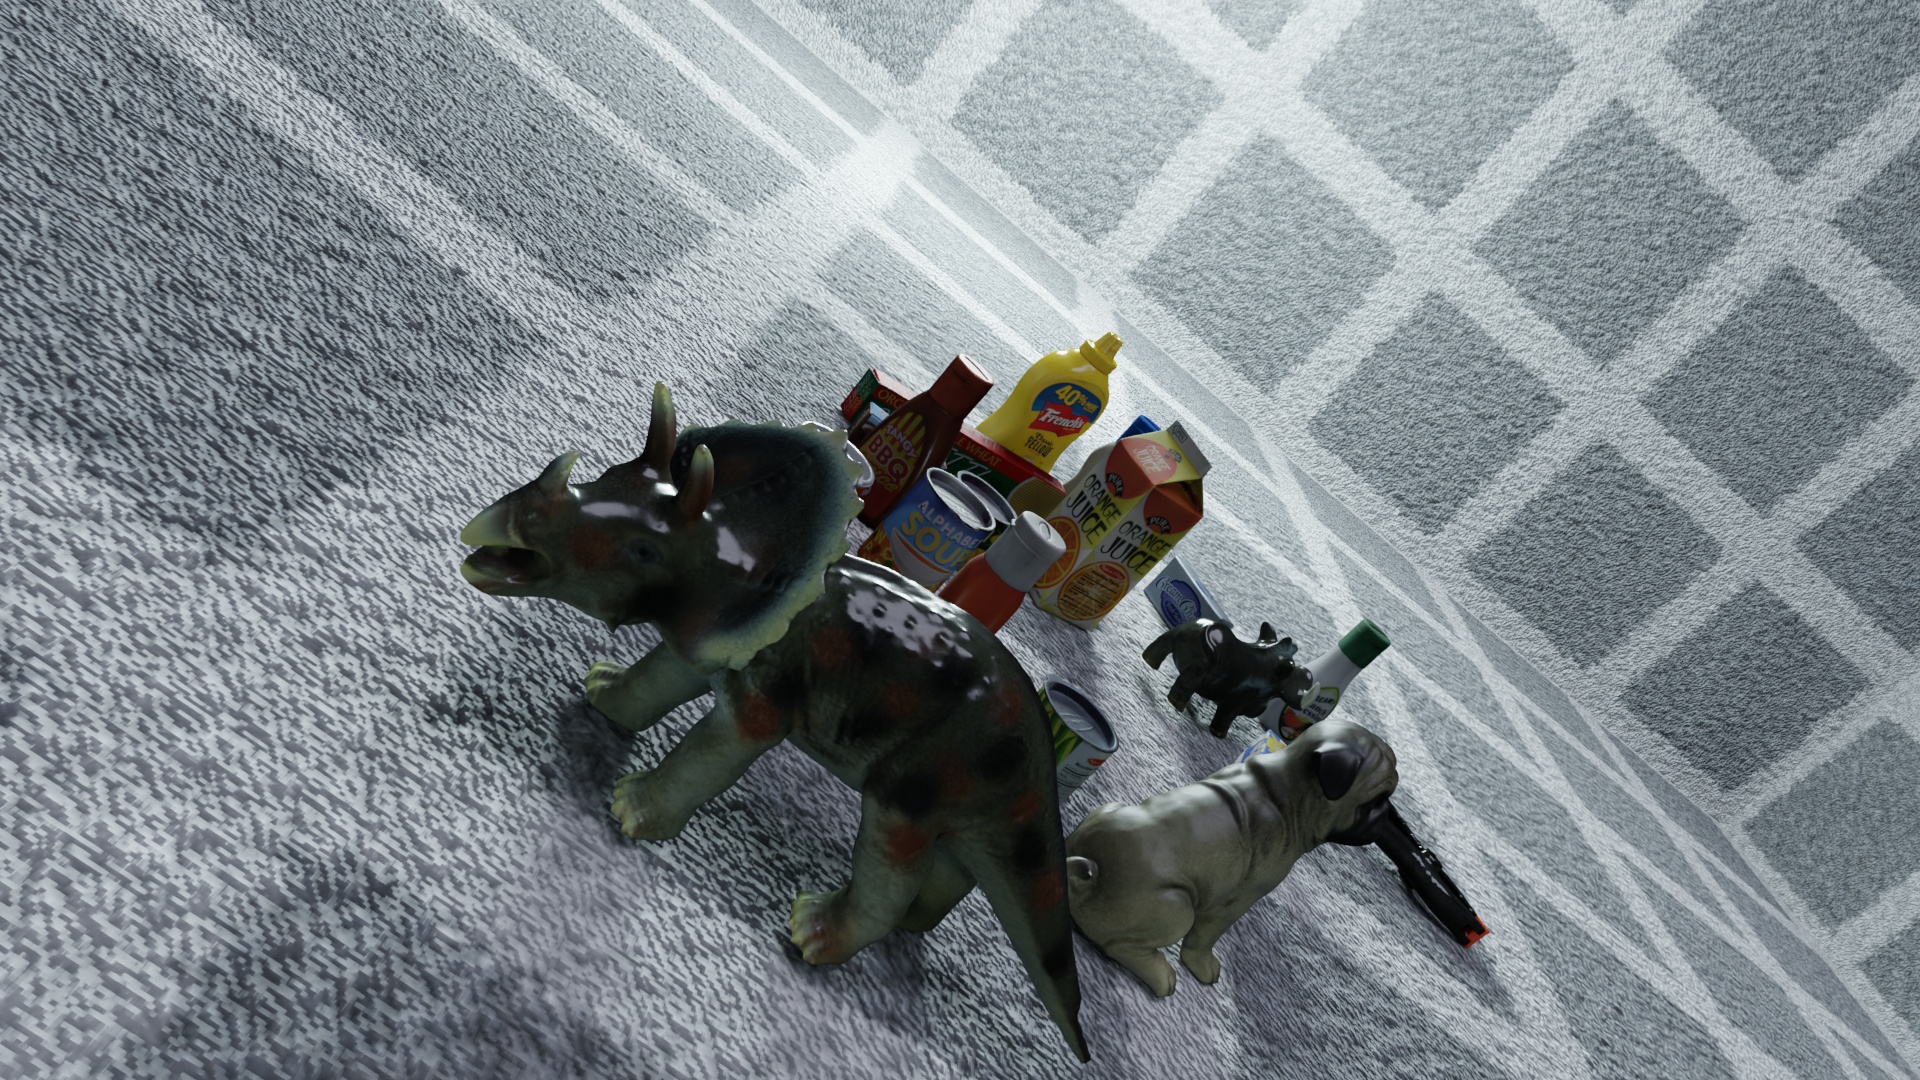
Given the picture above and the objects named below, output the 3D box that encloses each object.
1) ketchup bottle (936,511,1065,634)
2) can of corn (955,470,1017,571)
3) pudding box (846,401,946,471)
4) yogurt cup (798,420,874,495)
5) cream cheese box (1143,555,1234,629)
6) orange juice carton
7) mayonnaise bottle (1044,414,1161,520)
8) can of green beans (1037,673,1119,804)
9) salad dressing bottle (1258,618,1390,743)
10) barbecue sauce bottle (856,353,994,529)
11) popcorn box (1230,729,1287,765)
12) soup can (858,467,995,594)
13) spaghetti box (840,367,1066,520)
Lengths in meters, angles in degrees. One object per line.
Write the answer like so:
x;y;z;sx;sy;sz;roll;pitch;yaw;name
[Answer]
0.005;0.045;0.884;0.043;0.148;0.065;38;18;-11;ketchup bottle
0.004;-0.015;1.157;0.071;0.058;0.071;37;19;-15;can of corn
-0.059;-0.072;1.174;0.083;0.049;0.030;35;19;-20;pudding box
-0.105;-0.046;1.016;0.072;0.053;0.073;37;19;-15;yogurt cup
0.235;0.069;1.439;0.024;0.053;0.104;26;24;-40;cream cheese box
0.141;-0.017;1.225;0.073;0.192;0.072;27;23;-38;orange juice carton
0.146;-0.061;1.402;0.065;0.147;0.041;47;19;13;mayonnaise bottle
0.064;0.137;0.941;0.071;0.057;0.071;37;19;-15;can of green beans
0.365;0.140;1.392;0.064;0.147;0.044;32;21;-28;salad dressing bottle
-0.034;-0.079;1.083;0.065;0.148;0.044;49;19;19;barbecue sauce bottle
0.212;0.200;1.053;0.038;0.085;0.127;44;19;7;popcorn box
-0.025;-0.001;1.027;0.071;0.083;0.071;37;19;-15;soup can
-0.003;-0.083;1.309;0.250;0.050;0.029;28;23;-35;spaghetti box
